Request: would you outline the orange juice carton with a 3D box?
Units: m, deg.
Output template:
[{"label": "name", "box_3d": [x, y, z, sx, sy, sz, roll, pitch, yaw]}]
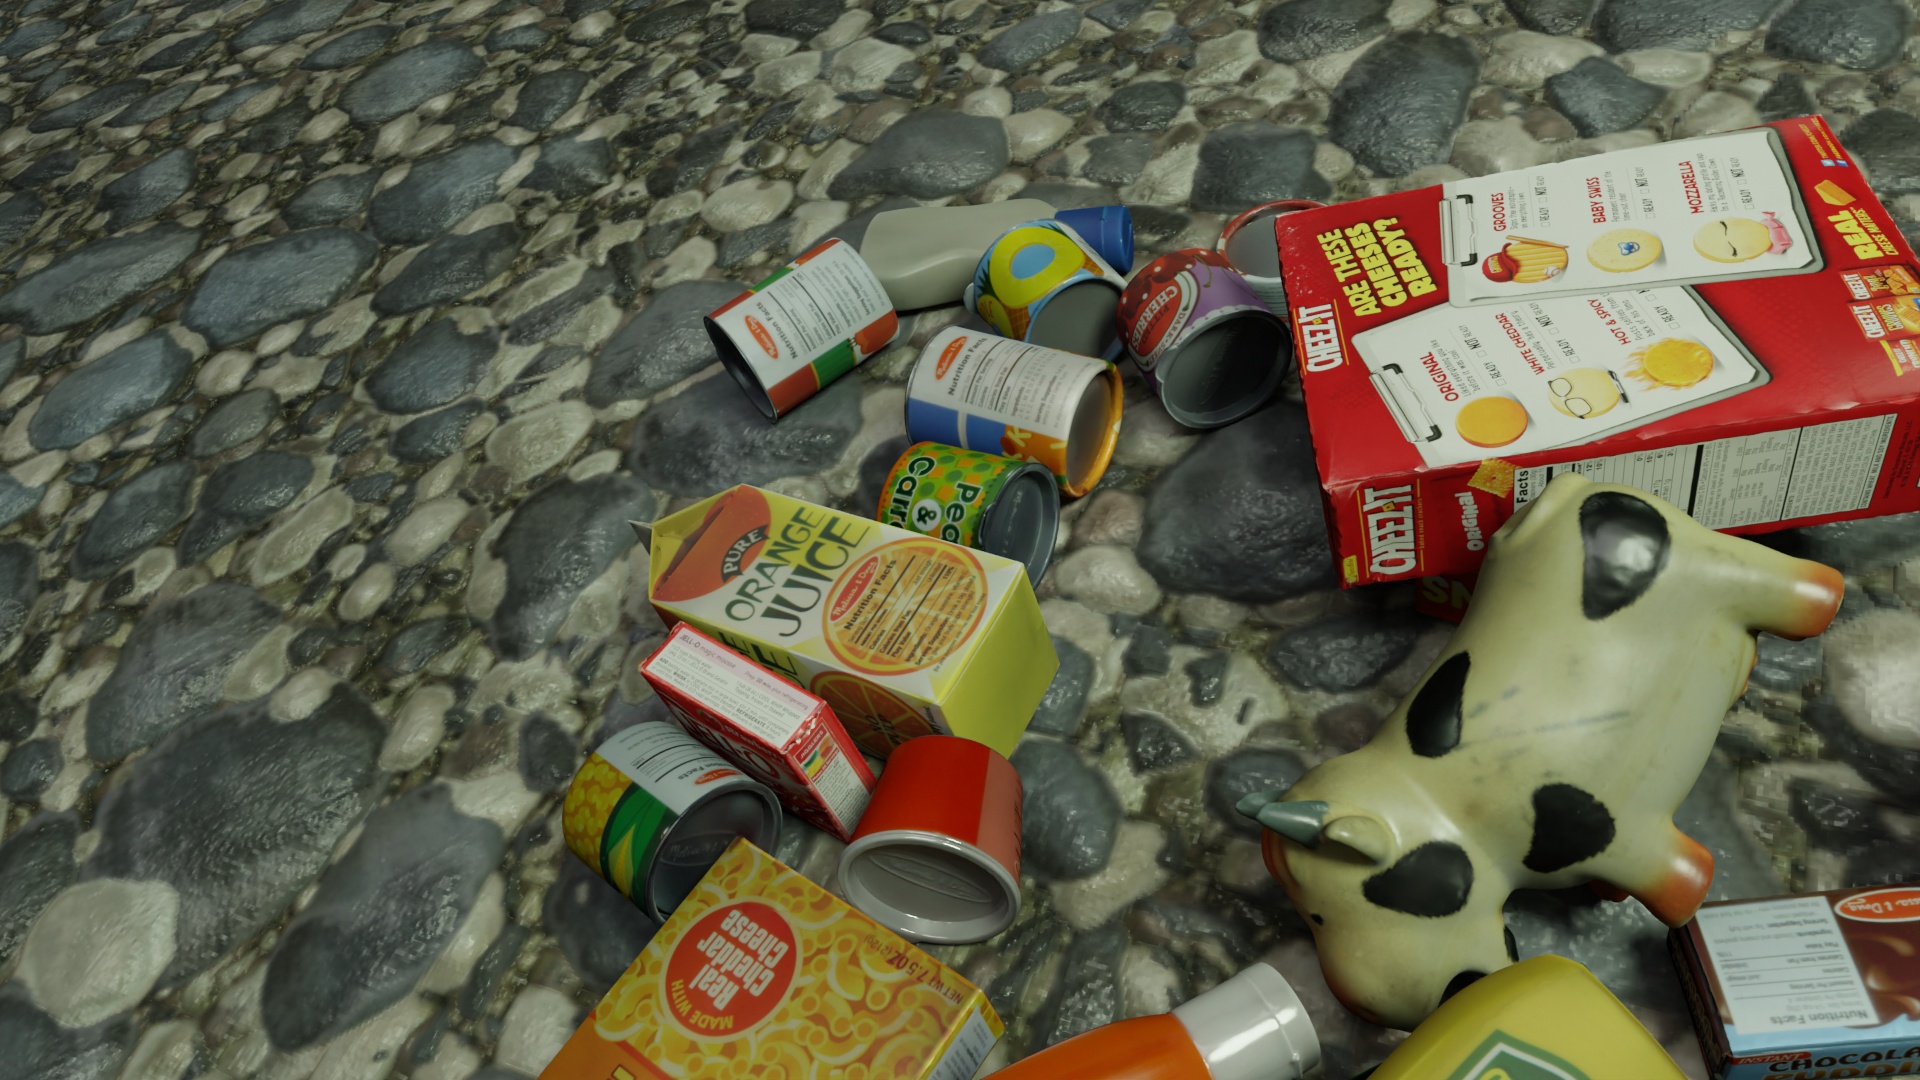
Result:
[{"label": "orange juice carton", "box_3d": [-0.061, 0.035, 0.600, 0.193, 0.071, 0.073, 15, 57, 30]}]

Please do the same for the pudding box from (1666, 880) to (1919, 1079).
[{"label": "pudding box", "box_3d": [0.267, 0.135, 0.422, 0.084, 0.030, 0.050, -10, 46, 12]}]

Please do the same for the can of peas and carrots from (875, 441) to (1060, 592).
[{"label": "can of peas and carrots", "box_3d": [0.002, -0.008, 0.617, 0.059, 0.070, 0.071, 14, 56, 30]}]

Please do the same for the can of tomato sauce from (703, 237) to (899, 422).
[{"label": "can of tomato sauce", "box_3d": [-0.085, -0.113, 0.746, 0.083, 0.071, 0.071, -36, 48, -13]}]

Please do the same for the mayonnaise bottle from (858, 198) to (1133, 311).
[{"label": "mayonnaise bottle", "box_3d": [0.020, -0.160, 0.766, 0.148, 0.041, 0.065, -1, 50, 18]}]

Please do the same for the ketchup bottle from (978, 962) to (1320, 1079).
[{"label": "ketchup bottle", "box_3d": [0.043, 0.184, 0.440, 0.149, 0.064, 0.044, -23, 33, -13]}]

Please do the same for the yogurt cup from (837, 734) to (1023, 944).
[{"label": "yogurt cup", "box_3d": [-0.007, 0.110, 0.521, 0.072, 0.072, 0.054, -3, 41, 17]}]

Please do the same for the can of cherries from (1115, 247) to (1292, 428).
[{"label": "can of cherries", "box_3d": [0.112, -0.097, 0.656, 0.071, 0.071, 0.058, -24, 46, -1]}]

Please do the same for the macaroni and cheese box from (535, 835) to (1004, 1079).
[{"label": "macaroni and cheese box", "box_3d": [-0.083, 0.202, 0.481, 0.124, 0.040, 0.167, 22, 60, 34]}]

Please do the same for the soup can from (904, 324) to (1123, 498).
[{"label": "soup can", "box_3d": [0.027, -0.060, 0.657, 0.084, 0.071, 0.072, 17, 58, 26]}]

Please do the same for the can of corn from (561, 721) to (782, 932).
[{"label": "can of corn", "box_3d": [-0.116, 0.116, 0.554, 0.058, 0.071, 0.071, 25, 62, 36]}]

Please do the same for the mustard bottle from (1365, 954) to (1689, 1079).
[{"label": "mustard bottle", "box_3d": [0.116, 0.179, 0.363, 0.160, 0.048, 0.065, -39, 72, -7]}]

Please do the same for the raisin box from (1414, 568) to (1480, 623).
[{"label": "raisin box", "box_3d": [0.246, -0.015, 0.557, 0.086, 0.040, 0.124, 18, 57, 31]}]

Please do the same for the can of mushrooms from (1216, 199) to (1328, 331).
[{"label": "can of mushrooms", "box_3d": [0.163, -0.141, 0.703, 0.071, 0.033, 0.071, -10, 48, 12]}]

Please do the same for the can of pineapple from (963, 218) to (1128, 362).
[{"label": "can of pineapple", "box_3d": [0.046, -0.119, 0.703, 0.071, 0.070, 0.058, -29, 47, -6]}]

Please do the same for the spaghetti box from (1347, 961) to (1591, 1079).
[{"label": "spaghetti box", "box_3d": [0.086, 0.202, 0.414, 0.250, 0.050, 0.029, -26, 45, -4]}]
